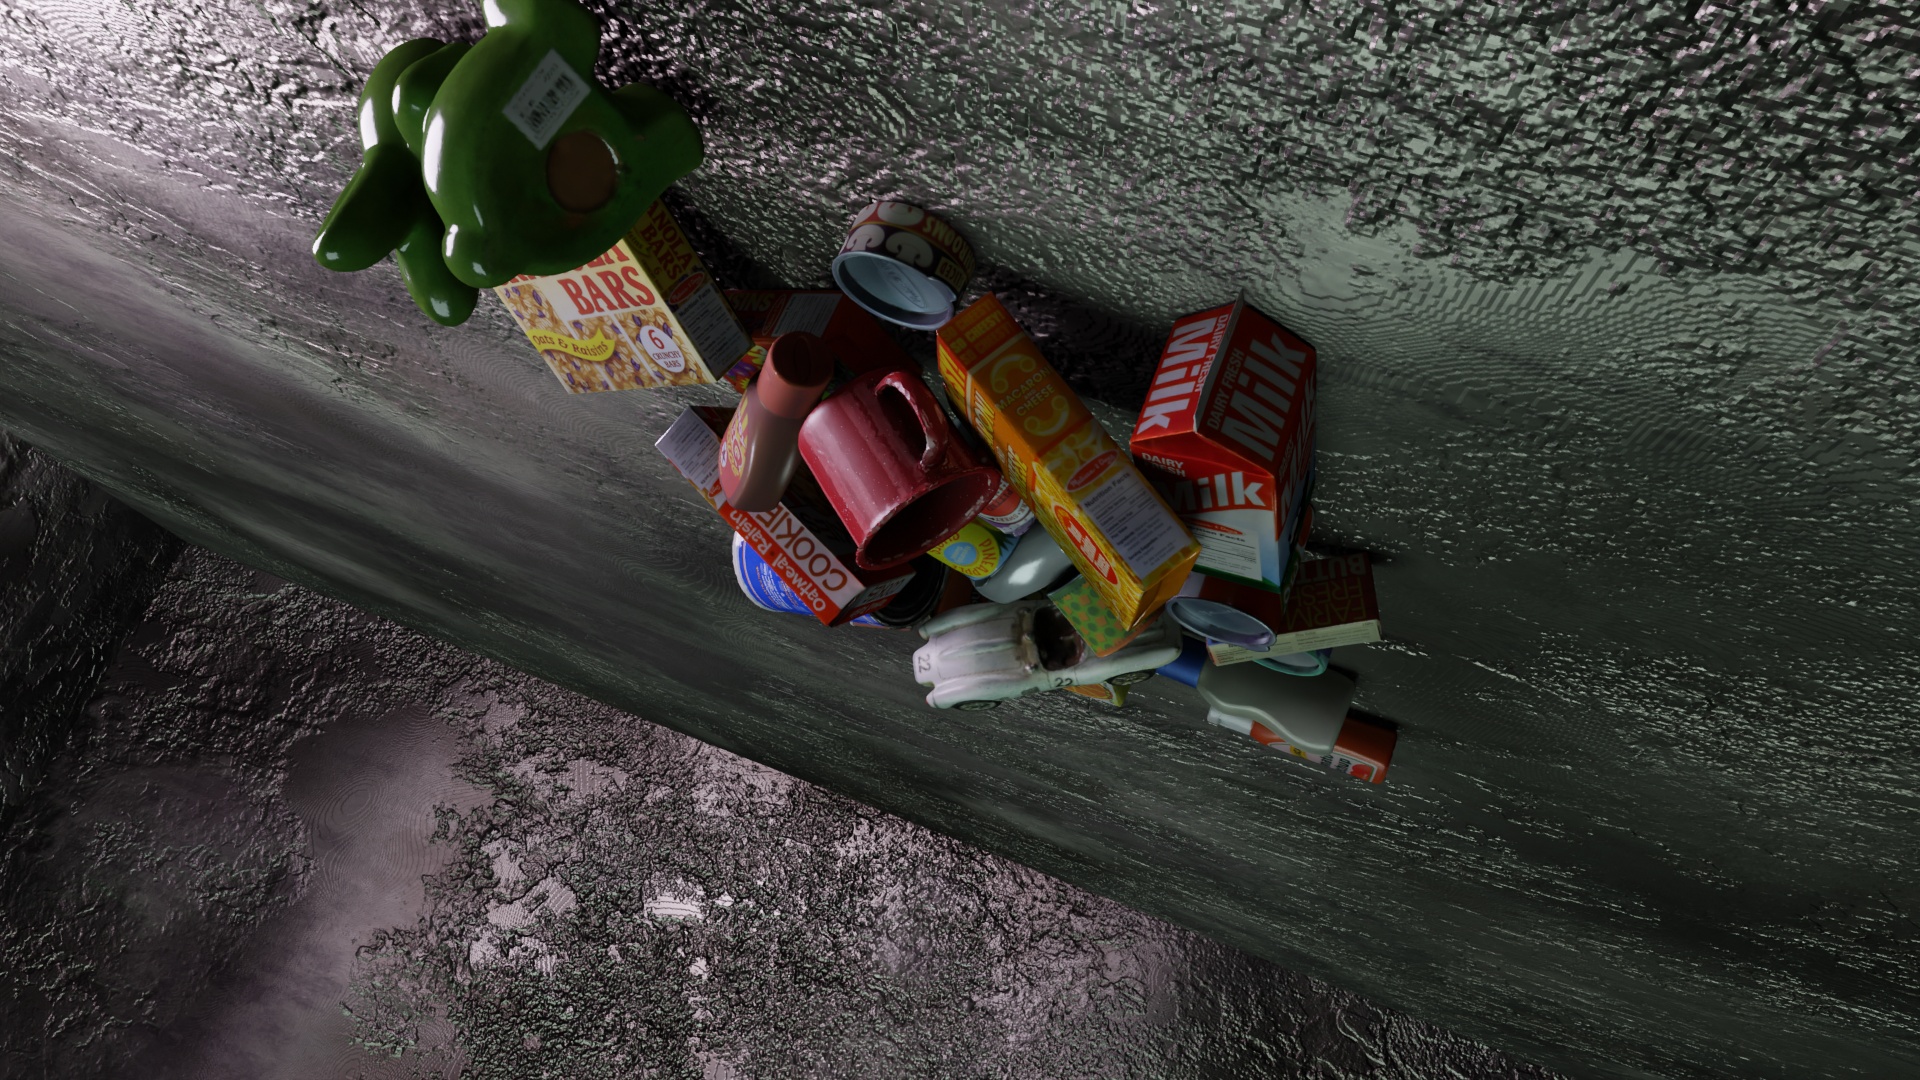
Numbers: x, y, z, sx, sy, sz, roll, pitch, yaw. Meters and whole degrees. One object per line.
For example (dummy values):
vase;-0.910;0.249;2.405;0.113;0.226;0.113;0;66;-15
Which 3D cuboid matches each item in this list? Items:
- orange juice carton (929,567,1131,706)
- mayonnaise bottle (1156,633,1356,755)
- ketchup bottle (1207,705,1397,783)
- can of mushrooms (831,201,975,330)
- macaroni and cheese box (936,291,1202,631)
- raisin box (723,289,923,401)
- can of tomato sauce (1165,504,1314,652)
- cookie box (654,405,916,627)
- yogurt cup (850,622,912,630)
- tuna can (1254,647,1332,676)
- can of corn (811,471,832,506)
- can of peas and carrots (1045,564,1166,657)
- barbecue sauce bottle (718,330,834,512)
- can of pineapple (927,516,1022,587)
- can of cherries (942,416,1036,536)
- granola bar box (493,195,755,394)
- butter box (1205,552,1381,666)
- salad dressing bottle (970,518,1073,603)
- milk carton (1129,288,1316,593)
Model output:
orange juice carton;0.047;0.063;1.109;0.193;0.073;0.071;17;162;18
mayonnaise bottle;0.222;0.110;1.065;0.148;0.065;0.041;21;165;18
ketchup bottle;0.281;0.156;1.149;0.149;0.044;0.064;18;161;15
can of mushrooms;-0.026;-0.137;0.697;0.071;0.033;0.070;20;161;8
macaroni and cheese box;0.053;-0.036;0.728;0.166;0.040;0.123;52;175;12
raisin box;-0.097;-0.112;0.841;0.123;0.040;0.086;9;158;38
can of tomato sauce;0.167;0.013;0.817;0.071;0.083;0.071;20;161;7
cookie box;-0.114;-0.019;0.940;0.167;0.040;0.123;46;-168;7
yogurt cup;-0.063;0.047;1.210;0.054;0.072;0.072;13;161;4
tuna can;0.230;0.069;0.979;0.071;0.033;0.071;20;161;7
can of corn;-0.056;-0.049;0.927;0.058;0.071;0.071;11;158;32
can of peas and carrots;0.104;0.037;0.958;0.058;0.071;0.070;51;158;-3
barbecue sauce bottle;-0.108;-0.071;0.812;0.044;0.065;0.148;3;158;-19
can of pineapple;0.003;-0.012;0.957;0.058;0.071;0.071;31;160;-23
can of cherries;0.022;-0.045;0.842;0.058;0.072;0.071;32;159;-23
granola bar box;-0.210;-0.148;0.812;0.165;0.039;0.123;3;133;45
butter box;0.201;0.042;0.848;0.103;0.053;0.024;-11;141;16
salad dressing bottle;0.059;0.004;0.958;0.044;0.064;0.147;39;149;-15
milk carton;0.136;-0.047;0.704;0.073;0.072;0.190;15;161;20
